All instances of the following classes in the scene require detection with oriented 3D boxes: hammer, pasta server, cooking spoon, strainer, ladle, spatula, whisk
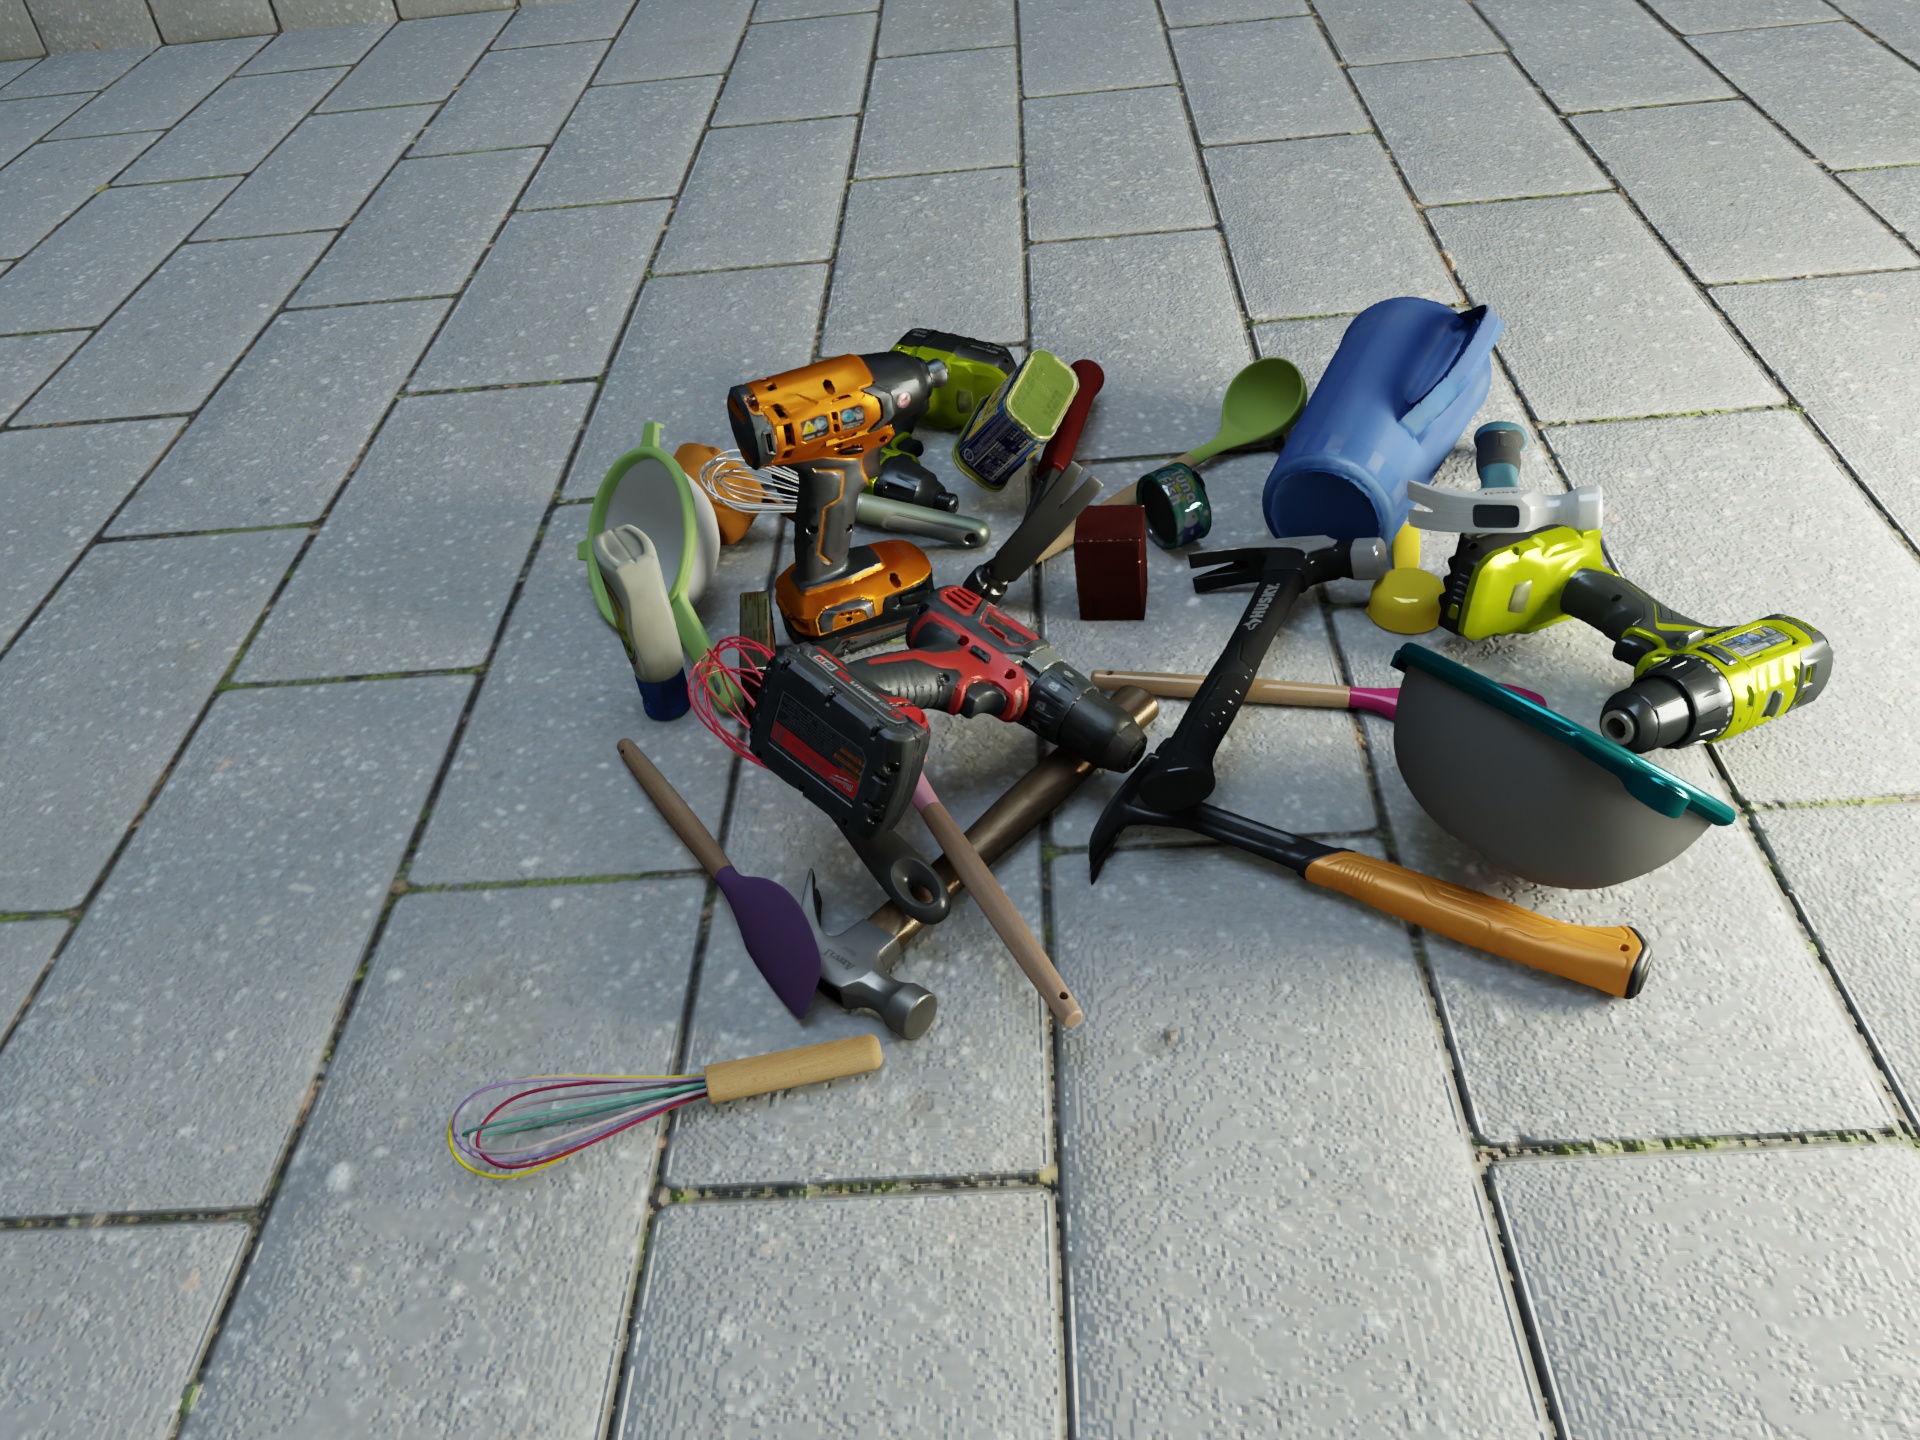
[{"bbox_3d":[0.191,-0.042,1.115,0.146,0.035,0.335,1,33,28],"label":"hammer"},{"bbox_3d":[-0.006,0.079,1.001,0.060,0.040,0.317,-20,45,-17],"label":"pasta server"},{"bbox_3d":[0.251,-0.019,1.133,0.319,0.017,0.069,4,39,13],"label":"cooking spoon"},{"bbox_3d":[-0.213,-0.104,1.266,0.069,0.151,0.257,1,47,-45],"label":"strainer"},{"bbox_3d":[0.329,0.048,0.888,0.211,0.095,0.340,29,10,5],"label":"strainer"},{"bbox_3d":[0.178,-0.222,1.367,0.320,0.062,0.078,-33,45,-25],"label":"ladle"},{"bbox_3d":[0.414,-0.190,1.219,0.128,0.033,0.331,0,18,19],"label":"hammer"},{"bbox_3d":[-0.166,0.087,1.055,0.018,0.059,0.316,6,23,-37],"label":"spatula"},{"bbox_3d":[-0.165,0.215,0.903,0.245,0.051,0.047,-10,60,-9],"label":"whisk"},{"bbox_3d":[-0.095,0.034,1.043,0.073,0.073,0.296,-27,50,-23],"label":"whisk"},{"bbox_3d":[-0.094,-0.178,1.314,0.246,0.057,0.059,11,45,-10],"label":"whisk"},{"bbox_3d":[0.022,0.072,1.049,0.130,0.031,0.331,24,48,32],"label":"hammer"},{"bbox_3d":[0.245,0.101,0.976,0.337,0.034,0.127,19,45,28],"label":"hammer"},{"bbox_3d":[0.088,-0.233,1.357,0.036,0.149,0.359,36,35,-11],"label":"hammer"}]

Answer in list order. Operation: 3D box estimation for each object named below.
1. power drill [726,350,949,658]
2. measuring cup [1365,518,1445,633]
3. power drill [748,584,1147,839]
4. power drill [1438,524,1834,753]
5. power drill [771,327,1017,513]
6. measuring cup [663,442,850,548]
[{"bbox_3d":[-0.077,-0.169,1.203,0.164,0.226,0.084,-20,41,-16],"label":"power drill"},{"bbox_3d":[0.348,-0.125,1.238,0.062,0.029,0.157,3,42,12],"label":"measuring cup"},{"bbox_3d":[-0.002,-0.003,1.022,0.188,0.080,0.226,35,35,23],"label":"power drill"},{"bbox_3d":[0.442,-0.058,1.085,0.190,0.080,0.229,-17,38,-29],"label":"power drill"},{"bbox_3d":[-0.042,-0.257,1.430,0.171,0.080,0.223,18,48,22],"label":"power drill"},{"bbox_3d":[-0.180,-0.170,1.355,0.173,0.095,0.052,29,70,8],"label":"measuring cup"}]
